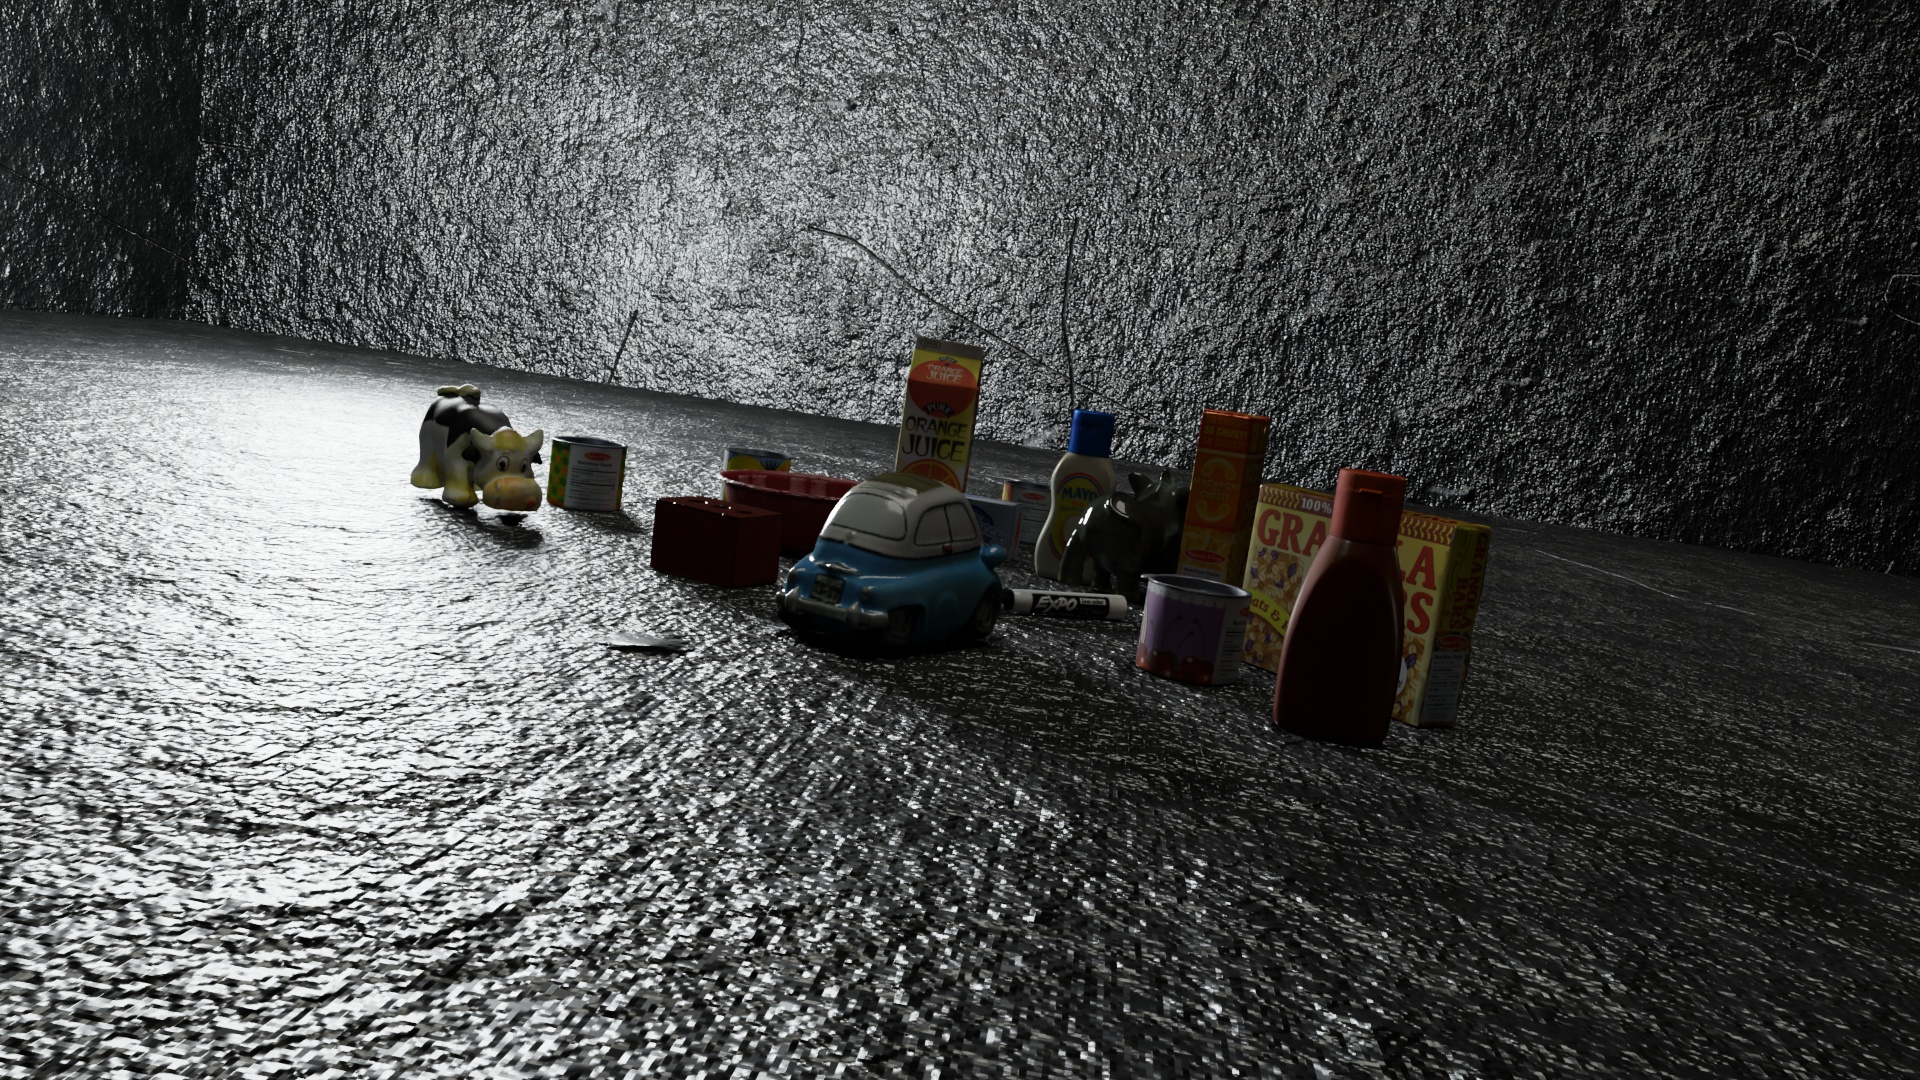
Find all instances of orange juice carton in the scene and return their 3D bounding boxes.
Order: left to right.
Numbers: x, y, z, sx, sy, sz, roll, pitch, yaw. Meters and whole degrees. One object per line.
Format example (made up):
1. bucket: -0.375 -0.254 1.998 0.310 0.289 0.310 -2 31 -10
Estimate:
1. orange juice carton: -0.023 -0.108 1.420 0.072 0.192 0.073 8 7 2

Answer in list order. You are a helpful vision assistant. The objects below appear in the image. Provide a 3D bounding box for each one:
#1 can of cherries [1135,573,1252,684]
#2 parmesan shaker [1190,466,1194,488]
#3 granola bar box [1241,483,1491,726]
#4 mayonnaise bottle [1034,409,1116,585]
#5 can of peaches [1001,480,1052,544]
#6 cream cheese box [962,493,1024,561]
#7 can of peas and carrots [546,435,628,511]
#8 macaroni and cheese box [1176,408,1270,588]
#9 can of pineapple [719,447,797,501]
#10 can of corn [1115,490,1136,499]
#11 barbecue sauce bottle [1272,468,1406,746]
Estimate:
1. can of cherries: 0.146 0.056 0.886 0.071 0.058 0.071 8 7 -1
2. parmesan shaker: 0.260 -0.018 1.392 0.071 0.103 0.071 8 7 -1
3. granola bar box: 0.253 0.037 0.892 0.039 0.124 0.165 4 8 -32
4. mayonnaise bottle: 0.105 -0.038 1.202 0.065 0.147 0.041 9 7 11
5. can of peaches: 0.074 -0.029 1.444 0.071 0.058 0.071 8 7 -1
6. cream cheese box: 0.005 -0.016 1.290 0.104 0.053 0.024 11 7 20
7. can of peas and carrots: -0.333 -0.060 1.239 0.071 0.058 0.071 8 7 -1
8. macaroni and cheese box: 0.201 -0.015 1.062 0.040 0.166 0.124 10 7 18
9. can of pineapple: -0.201 -0.059 1.372 0.071 0.057 0.071 8 7 -1
10. can of corn: 0.187 -0.021 1.501 0.071 0.058 0.071 8 7 -1
11. barbecue sauce bottle: 0.216 0.036 0.769 0.065 0.148 0.044 10 7 16
